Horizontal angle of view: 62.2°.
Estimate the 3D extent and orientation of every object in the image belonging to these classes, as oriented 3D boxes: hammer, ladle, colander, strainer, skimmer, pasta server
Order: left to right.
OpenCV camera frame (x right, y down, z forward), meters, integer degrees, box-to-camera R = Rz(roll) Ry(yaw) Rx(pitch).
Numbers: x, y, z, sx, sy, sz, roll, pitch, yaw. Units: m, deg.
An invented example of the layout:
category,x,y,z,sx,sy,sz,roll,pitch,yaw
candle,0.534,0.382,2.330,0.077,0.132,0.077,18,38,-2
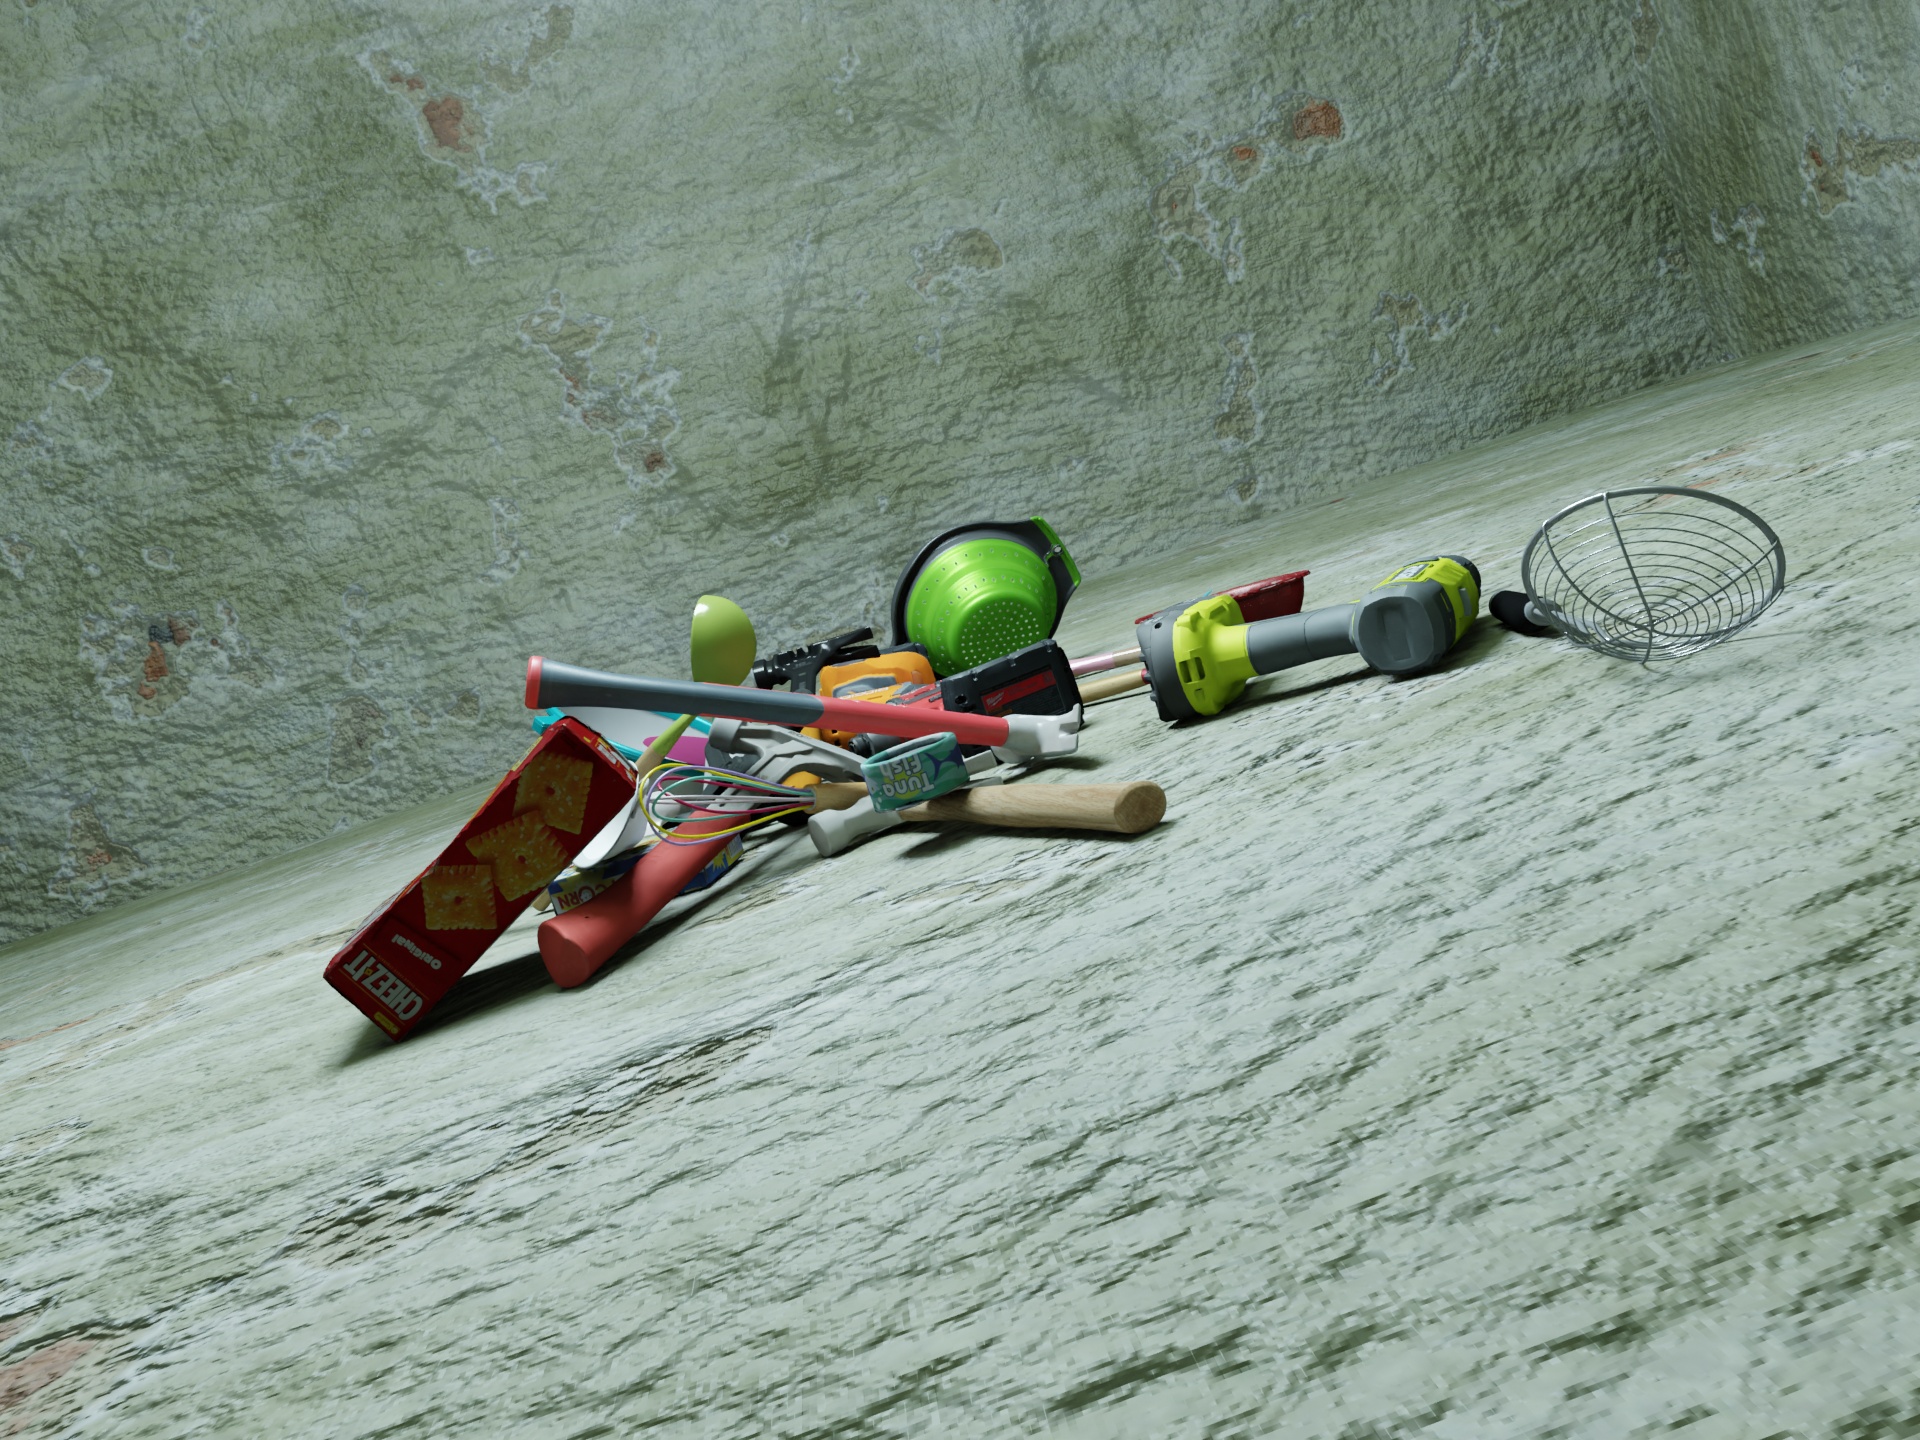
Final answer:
category,x,y,z,sx,sy,sz,roll,pitch,yaw
strainer,-0.310,0.093,1.217,0.258,0.050,0.087,-20,49,33
ladle,-0.257,0.033,1.231,0.320,0.062,0.078,-49,11,23
strainer,-0.317,0.035,1.615,0.211,0.095,0.340,19,9,-6
hammer,-0.175,0.087,1.111,0.149,0.036,0.359,20,25,10
hammer,-0.108,-0.008,1.125,0.386,0.038,0.143,6,-6,-16
hammer,-0.134,0.003,1.434,0.127,0.034,0.337,-17,24,3
colander,-0.035,-0.063,1.762,0.397,0.204,0.095,-35,33,4
hammer,0.024,0.053,1.010,0.130,0.031,0.331,-23,8,-27
ladle,0.143,-0.032,1.401,0.315,0.031,0.069,-15,-1,39
pasta server,0.176,-0.057,1.521,0.316,0.040,0.060,-12,8,19
skimmer,0.376,-0.090,0.961,0.127,0.090,0.363,15,8,5

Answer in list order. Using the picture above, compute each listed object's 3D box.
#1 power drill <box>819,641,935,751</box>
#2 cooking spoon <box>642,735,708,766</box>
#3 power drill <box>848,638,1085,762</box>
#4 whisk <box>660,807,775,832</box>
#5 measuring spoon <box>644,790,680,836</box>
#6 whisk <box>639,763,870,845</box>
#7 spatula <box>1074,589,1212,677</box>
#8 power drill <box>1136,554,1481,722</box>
category,x,y,z,sx,sy,sz,roll,pitch,yaw
power drill,-0.070,-0.019,1.612,0.164,0.084,0.226,-12,13,1
cooking spoon,-0.198,0.024,1.578,0.069,0.017,0.318,26,13,27
power drill,-0.002,-0.004,1.372,0.143,0.078,0.220,-22,5,-26
whisk,-0.278,0.099,1.367,0.296,0.073,0.073,-12,7,3
measuring spoon,-0.261,0.095,1.305,0.034,0.018,0.124,0,34,9
whisk,-0.123,0.052,1.119,0.244,0.047,0.051,1,-52,-47
spatula,0.115,-0.064,1.654,0.317,0.044,0.082,-17,8,22
power drill,0.263,-0.069,1.162,0.228,0.080,0.190,-11,10,31
